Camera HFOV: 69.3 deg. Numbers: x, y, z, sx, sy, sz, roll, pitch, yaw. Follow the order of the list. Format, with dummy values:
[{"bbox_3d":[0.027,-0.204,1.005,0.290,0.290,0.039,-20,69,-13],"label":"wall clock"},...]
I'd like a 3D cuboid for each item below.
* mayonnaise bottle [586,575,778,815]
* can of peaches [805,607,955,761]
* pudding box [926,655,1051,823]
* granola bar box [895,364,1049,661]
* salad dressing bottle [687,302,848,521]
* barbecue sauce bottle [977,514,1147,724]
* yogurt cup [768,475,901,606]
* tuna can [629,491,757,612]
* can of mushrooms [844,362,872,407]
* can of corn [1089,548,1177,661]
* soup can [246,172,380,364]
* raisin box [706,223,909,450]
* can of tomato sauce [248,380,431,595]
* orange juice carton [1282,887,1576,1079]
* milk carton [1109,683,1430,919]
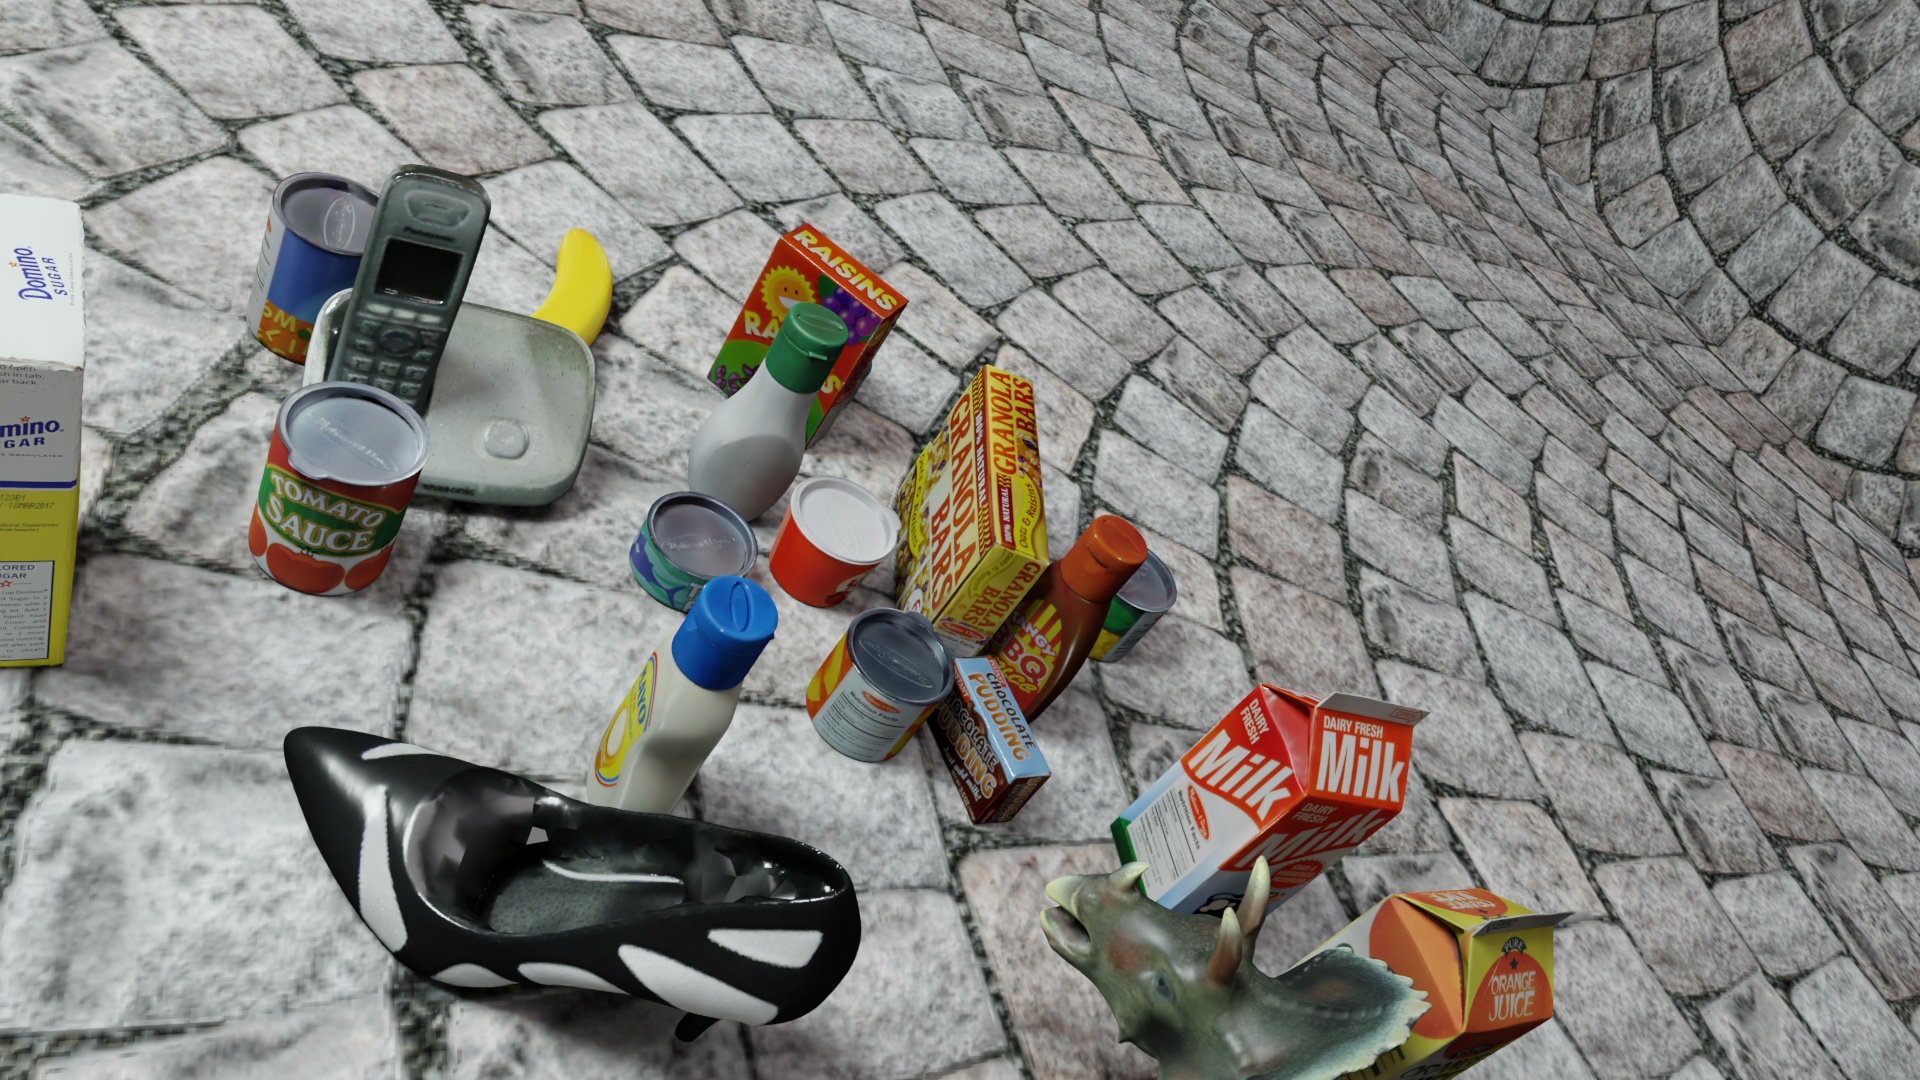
[{"bbox_3d":[-0.129,0.075,0.637,0.041,0.147,0.065,16,41,-25],"label":"mayonnaise bottle"},{"bbox_3d":[-0.044,0.079,0.774,0.071,0.057,0.071,22,39,-19],"label":"can of peaches"},{"bbox_3d":[0.014,0.113,0.791,0.030,0.049,0.084,1,49,-38],"label":"pudding box"},{"bbox_3d":[0.003,-0.011,0.854,0.039,0.123,0.166,21,39,-20],"label":"granola bar box"},{"bbox_3d":[-0.112,-0.073,0.811,0.064,0.147,0.044,12,43,-29],"label":"salad dressing bottle"},{"bbox_3d":[0.055,0.046,0.814,0.065,0.147,0.044,47,38,14],"label":"barbecue sauce bottle"},{"bbox_3d":[-0.080,0.003,0.832,0.072,0.053,0.073,22,39,-19],"label":"yogurt cup"},{"bbox_3d":[-0.150,0.009,0.787,0.071,0.032,0.071,22,39,-19],"label":"tuna can"},{"bbox_3d":[-0.100,-0.125,0.970,0.071,0.033,0.071,22,39,-19],"label":"can of mushrooms"},{"bbox_3d":[0.100,0.037,0.933,0.071,0.058,0.071,22,39,-19],"label":"can of corn"},{"bbox_3d":[-0.344,-0.146,0.758,0.071,0.083,0.072,22,39,-19],"label":"soup can"},{"bbox_3d":[-0.100,-0.130,0.901,0.086,0.122,0.040,39,37,3],"label":"raisin box"},{"bbox_3d":[-0.298,-0.023,0.662,0.071,0.082,0.071,22,39,-19],"label":"can of tomato sauce"},{"bbox_3d":[0.223,0.236,0.705,0.072,0.191,0.073,7,46,-33],"label":"orange juice carton"},{"bbox_3d":[0.170,0.143,0.766,0.072,0.189,0.074,13,43,-28],"label":"milk carton"}]
